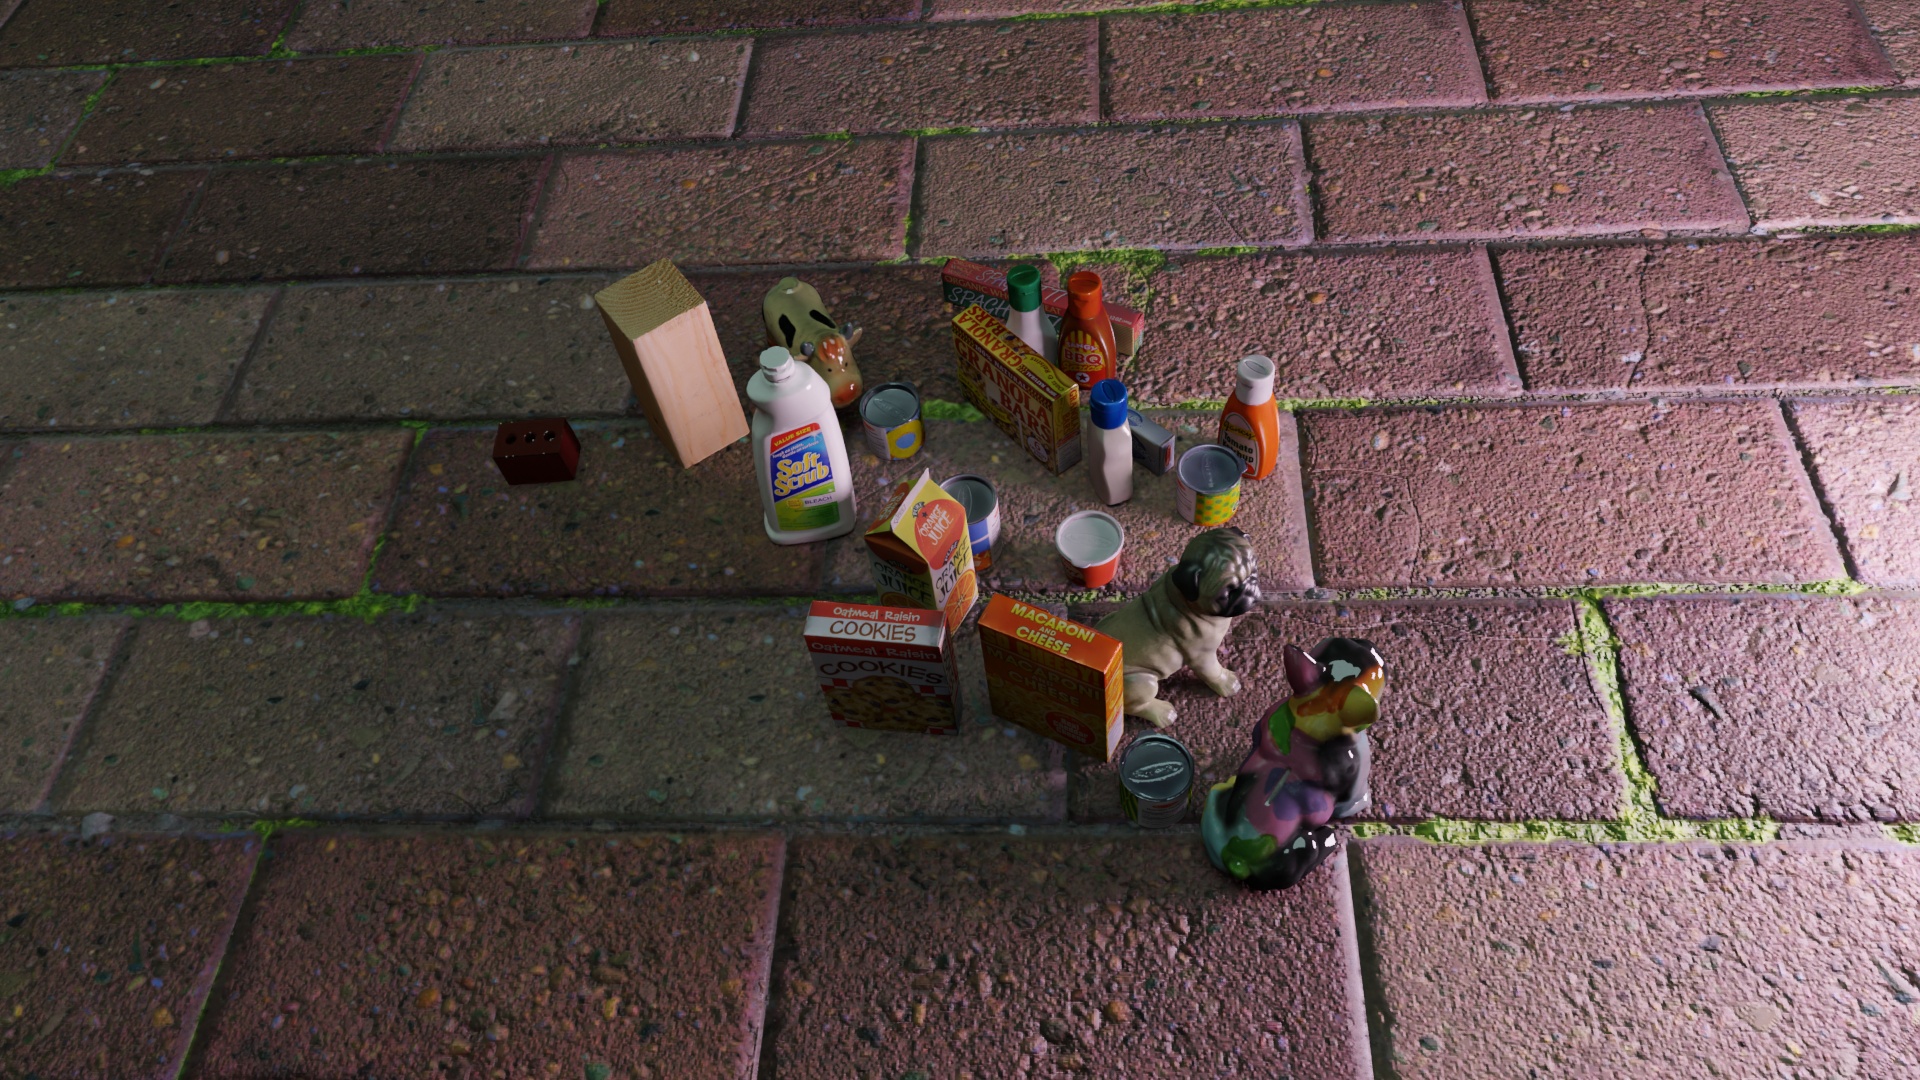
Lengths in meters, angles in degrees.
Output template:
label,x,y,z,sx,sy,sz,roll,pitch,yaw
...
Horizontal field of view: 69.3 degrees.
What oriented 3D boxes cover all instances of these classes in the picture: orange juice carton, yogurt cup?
label,x,y,z,sx,sy,sz,roll,pitch,yaw
orange juice carton,-0.037,0.014,1.329,0.073,0.191,0.072,22,59,21
yogurt cup,0.130,0.011,1.398,0.072,0.053,0.073,-3,54,4

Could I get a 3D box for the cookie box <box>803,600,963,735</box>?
label,x,y,z,sx,sy,sz,roll,pitch,yaw
cookie box,-0.067,0.118,1.271,0.123,0.166,0.040,4,55,9

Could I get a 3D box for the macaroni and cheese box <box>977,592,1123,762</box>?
label,x,y,z,sx,sy,sz,roll,pitch,yaw
macaroni and cheese box,0.083,0.124,1.250,0.124,0.165,0.040,21,59,20

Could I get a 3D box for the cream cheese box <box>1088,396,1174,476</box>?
label,x,y,z,sx,sy,sz,roll,pitch,yaw
cream cheese box,0.182,-0.116,1.486,0.024,0.053,0.104,-40,59,-21

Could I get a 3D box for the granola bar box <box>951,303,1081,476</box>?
label,x,y,z,sx,sy,sz,roll,pitch,yaw
granola bar box,0.059,-0.161,1.489,0.039,0.123,0.166,-36,58,-18

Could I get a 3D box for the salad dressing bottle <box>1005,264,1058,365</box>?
label,x,y,z,sx,sy,sz,roll,pitch,yaw
salad dressing bottle,0.074,-0.238,1.530,0.064,0.147,0.044,-17,54,-6

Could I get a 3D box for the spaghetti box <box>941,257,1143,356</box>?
label,x,y,z,sx,sy,sz,roll,pitch,yaw
spaghetti box,0.092,-0.272,1.613,0.250,0.050,0.029,20,59,20

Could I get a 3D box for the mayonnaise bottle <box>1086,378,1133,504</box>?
label,x,y,z,sx,sy,sz,roll,pitch,yaw
mayonnaise bottle,0.153,-0.103,1.421,0.041,0.147,0.065,-17,54,-6

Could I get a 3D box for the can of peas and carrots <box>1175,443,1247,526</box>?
label,x,y,z,sx,sy,sz,roll,pitch,yaw
can of peas and carrots,0.258,-0.057,1.431,0.071,0.058,0.071,-3,54,4

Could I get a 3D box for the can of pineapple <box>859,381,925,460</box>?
label,x,y,z,sx,sy,sz,roll,pitch,yaw
can of pineapple,-0.072,-0.131,1.523,0.071,0.057,0.071,-3,54,4

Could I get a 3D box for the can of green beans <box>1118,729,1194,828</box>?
label,x,y,z,sx,sy,sz,roll,pitch,yaw
can of green beans,0.175,0.215,1.240,0.071,0.057,0.071,-3,54,4

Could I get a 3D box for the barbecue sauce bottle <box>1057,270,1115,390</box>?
label,x,y,z,sx,sy,sz,roll,pitch,yaw
barbecue sauce bottle,0.137,-0.228,1.515,0.065,0.147,0.044,12,56,15

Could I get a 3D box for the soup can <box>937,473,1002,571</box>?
label,x,y,z,sx,sy,sz,roll,pitch,yaw
soup can,0.005,-0.018,1.415,0.071,0.083,0.072,-3,54,4

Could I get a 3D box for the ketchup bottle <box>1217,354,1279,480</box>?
label,x,y,z,sx,sy,sz,roll,pitch,yaw
ketchup bottle,0.298,-0.128,1.422,0.065,0.148,0.044,36,65,27
